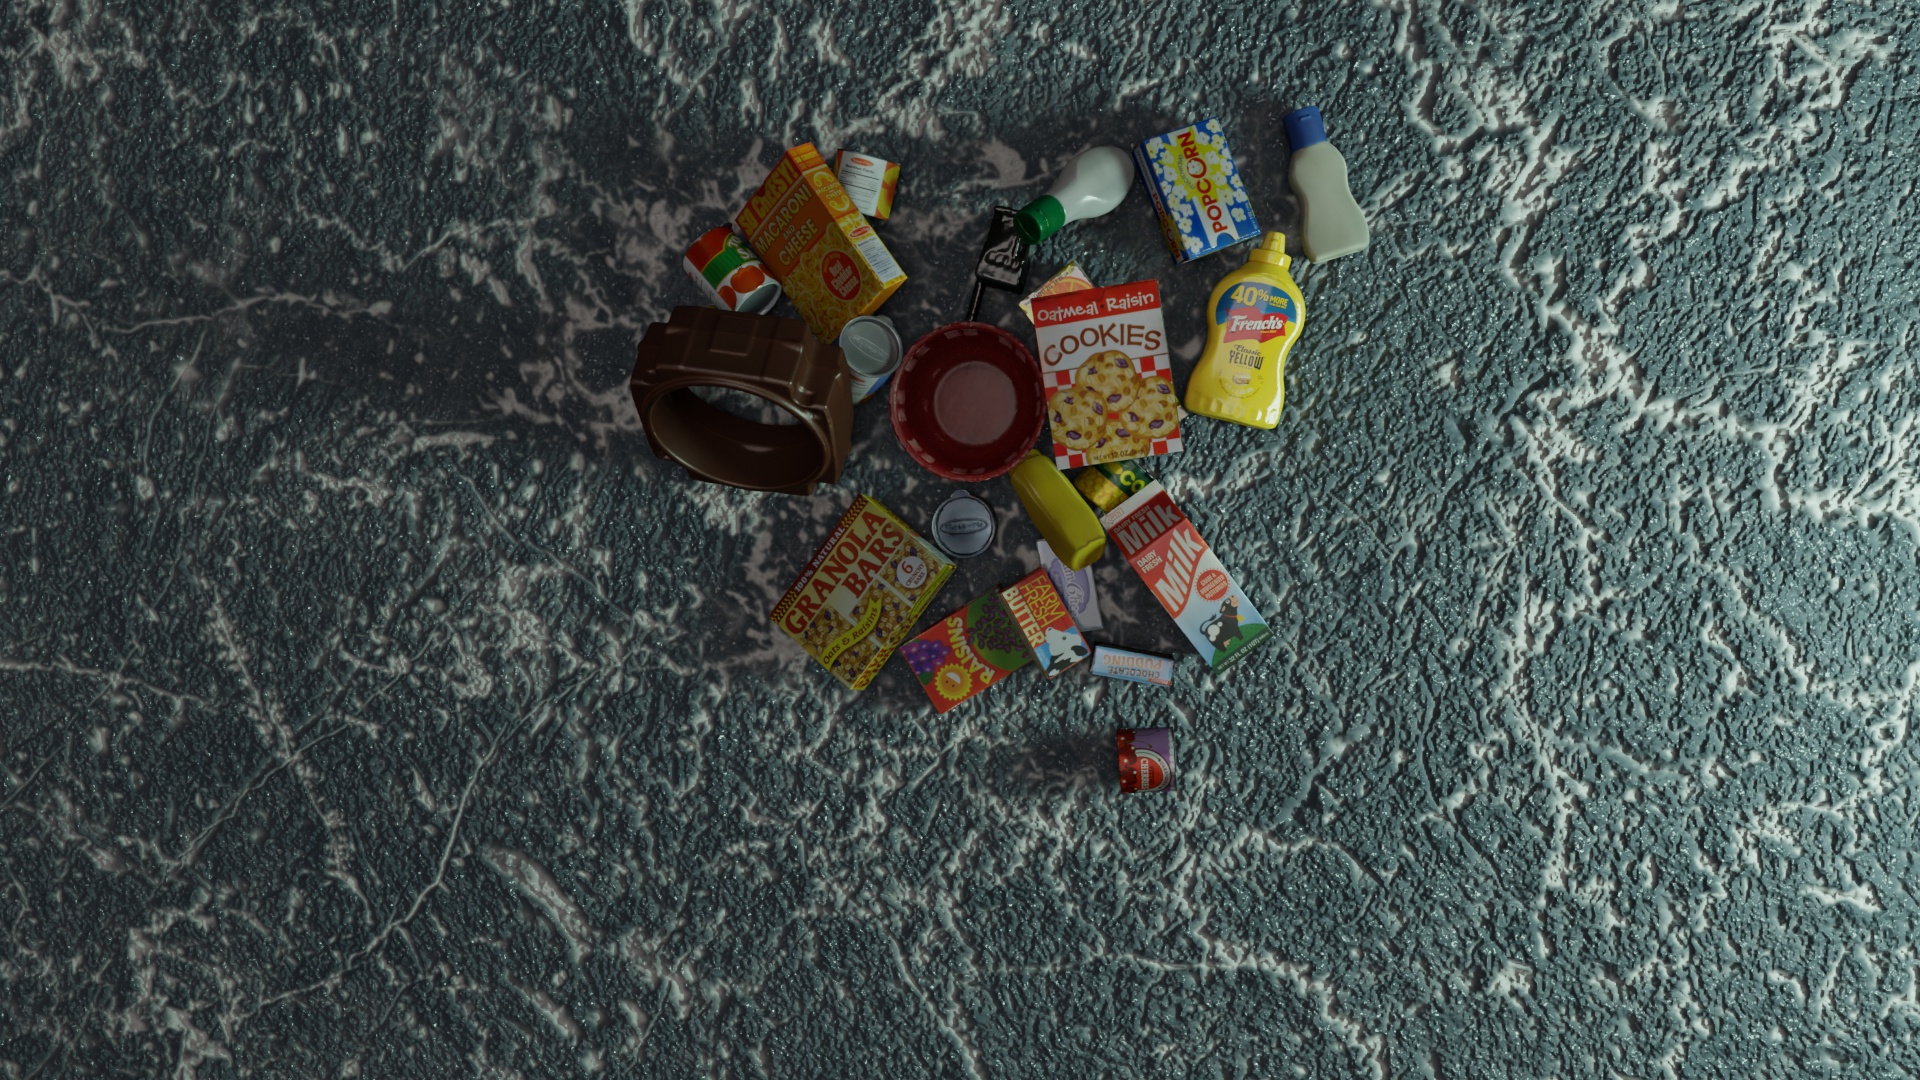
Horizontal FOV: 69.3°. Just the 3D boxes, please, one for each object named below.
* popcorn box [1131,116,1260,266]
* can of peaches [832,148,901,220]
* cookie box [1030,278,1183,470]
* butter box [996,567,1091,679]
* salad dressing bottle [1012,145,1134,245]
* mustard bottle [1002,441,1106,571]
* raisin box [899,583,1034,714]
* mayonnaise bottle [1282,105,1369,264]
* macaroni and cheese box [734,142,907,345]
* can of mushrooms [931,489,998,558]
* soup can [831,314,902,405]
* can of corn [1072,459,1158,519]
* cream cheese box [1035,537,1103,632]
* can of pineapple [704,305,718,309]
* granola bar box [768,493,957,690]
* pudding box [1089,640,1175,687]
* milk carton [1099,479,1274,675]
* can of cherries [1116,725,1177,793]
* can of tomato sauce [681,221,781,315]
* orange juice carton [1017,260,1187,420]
[{"bbox_3d":[0.233,-0.346,1.379,0.085,0.038,0.126,-22,91,-16],"label":"popcorn box"},{"bbox_3d":[-0.098,-0.361,1.412,0.071,0.071,0.058,15,101,5],"label":"can of peaches"},{"bbox_3d":[0.141,-0.159,1.338,0.123,0.040,0.167,-9,94,6],"label":"cookie box"},{"bbox_3d":[0.084,0.084,1.408,0.053,0.024,0.103,-30,90,-13],"label":"butter box"},{"bbox_3d":[0.111,-0.337,1.362,0.148,0.044,0.064,-39,92,-33],"label":"salad dressing bottle"},{"bbox_3d":[0.089,-0.045,1.405,0.049,0.065,0.161,-26,64,-14],"label":"mustard bottle"},{"bbox_3d":[0.010,0.112,1.443,0.123,0.040,0.086,-32,91,6],"label":"raisin box"},{"bbox_3d":[0.357,-0.354,1.379,0.065,0.041,0.148,-16,91,5],"label":"mayonnaise bottle"},{"bbox_3d":[-0.143,-0.295,1.399,0.166,0.040,0.123,55,138,1],"label":"macaroni and cheese box"},{"bbox_3d":[0.005,-0.018,1.438,0.071,0.033,0.071,0,94,7],"label":"can of mushrooms"},{"bbox_3d":[-0.101,-0.183,1.405,0.071,0.083,0.071,6,73,-19],"label":"soup can"},{"bbox_3d":[0.157,-0.058,1.402,0.071,0.071,0.058,41,98,2],"label":"can of corn"},{"bbox_3d":[0.113,0.044,1.435,0.053,0.024,0.103,-11,92,6],"label":"cream cheese box"},{"bbox_3d":[-0.261,-0.203,1.437,0.071,0.071,0.058,-38,89,7],"label":"can of pineapple"},{"bbox_3d":[-0.103,0.053,1.435,0.124,0.039,0.165,39,97,19],"label":"granola bar box"},{"bbox_3d":[0.175,0.126,1.421,0.084,0.050,0.030,10,93,5],"label":"pudding box"},{"bbox_3d":[0.222,0.033,1.383,0.072,0.073,0.190,-37,100,7],"label":"milk carton"},{"bbox_3d":[0.190,0.225,1.415,0.058,0.071,0.071,-3,93,6],"label":"can of cherries"},{"bbox_3d":[-0.232,-0.271,1.424,0.071,0.071,0.083,-43,79,7],"label":"can of tomato sauce"},{"bbox_3d":[0.143,-0.181,1.394,0.072,0.073,0.192,-37,90,7],"label":"orange juice carton"}]
